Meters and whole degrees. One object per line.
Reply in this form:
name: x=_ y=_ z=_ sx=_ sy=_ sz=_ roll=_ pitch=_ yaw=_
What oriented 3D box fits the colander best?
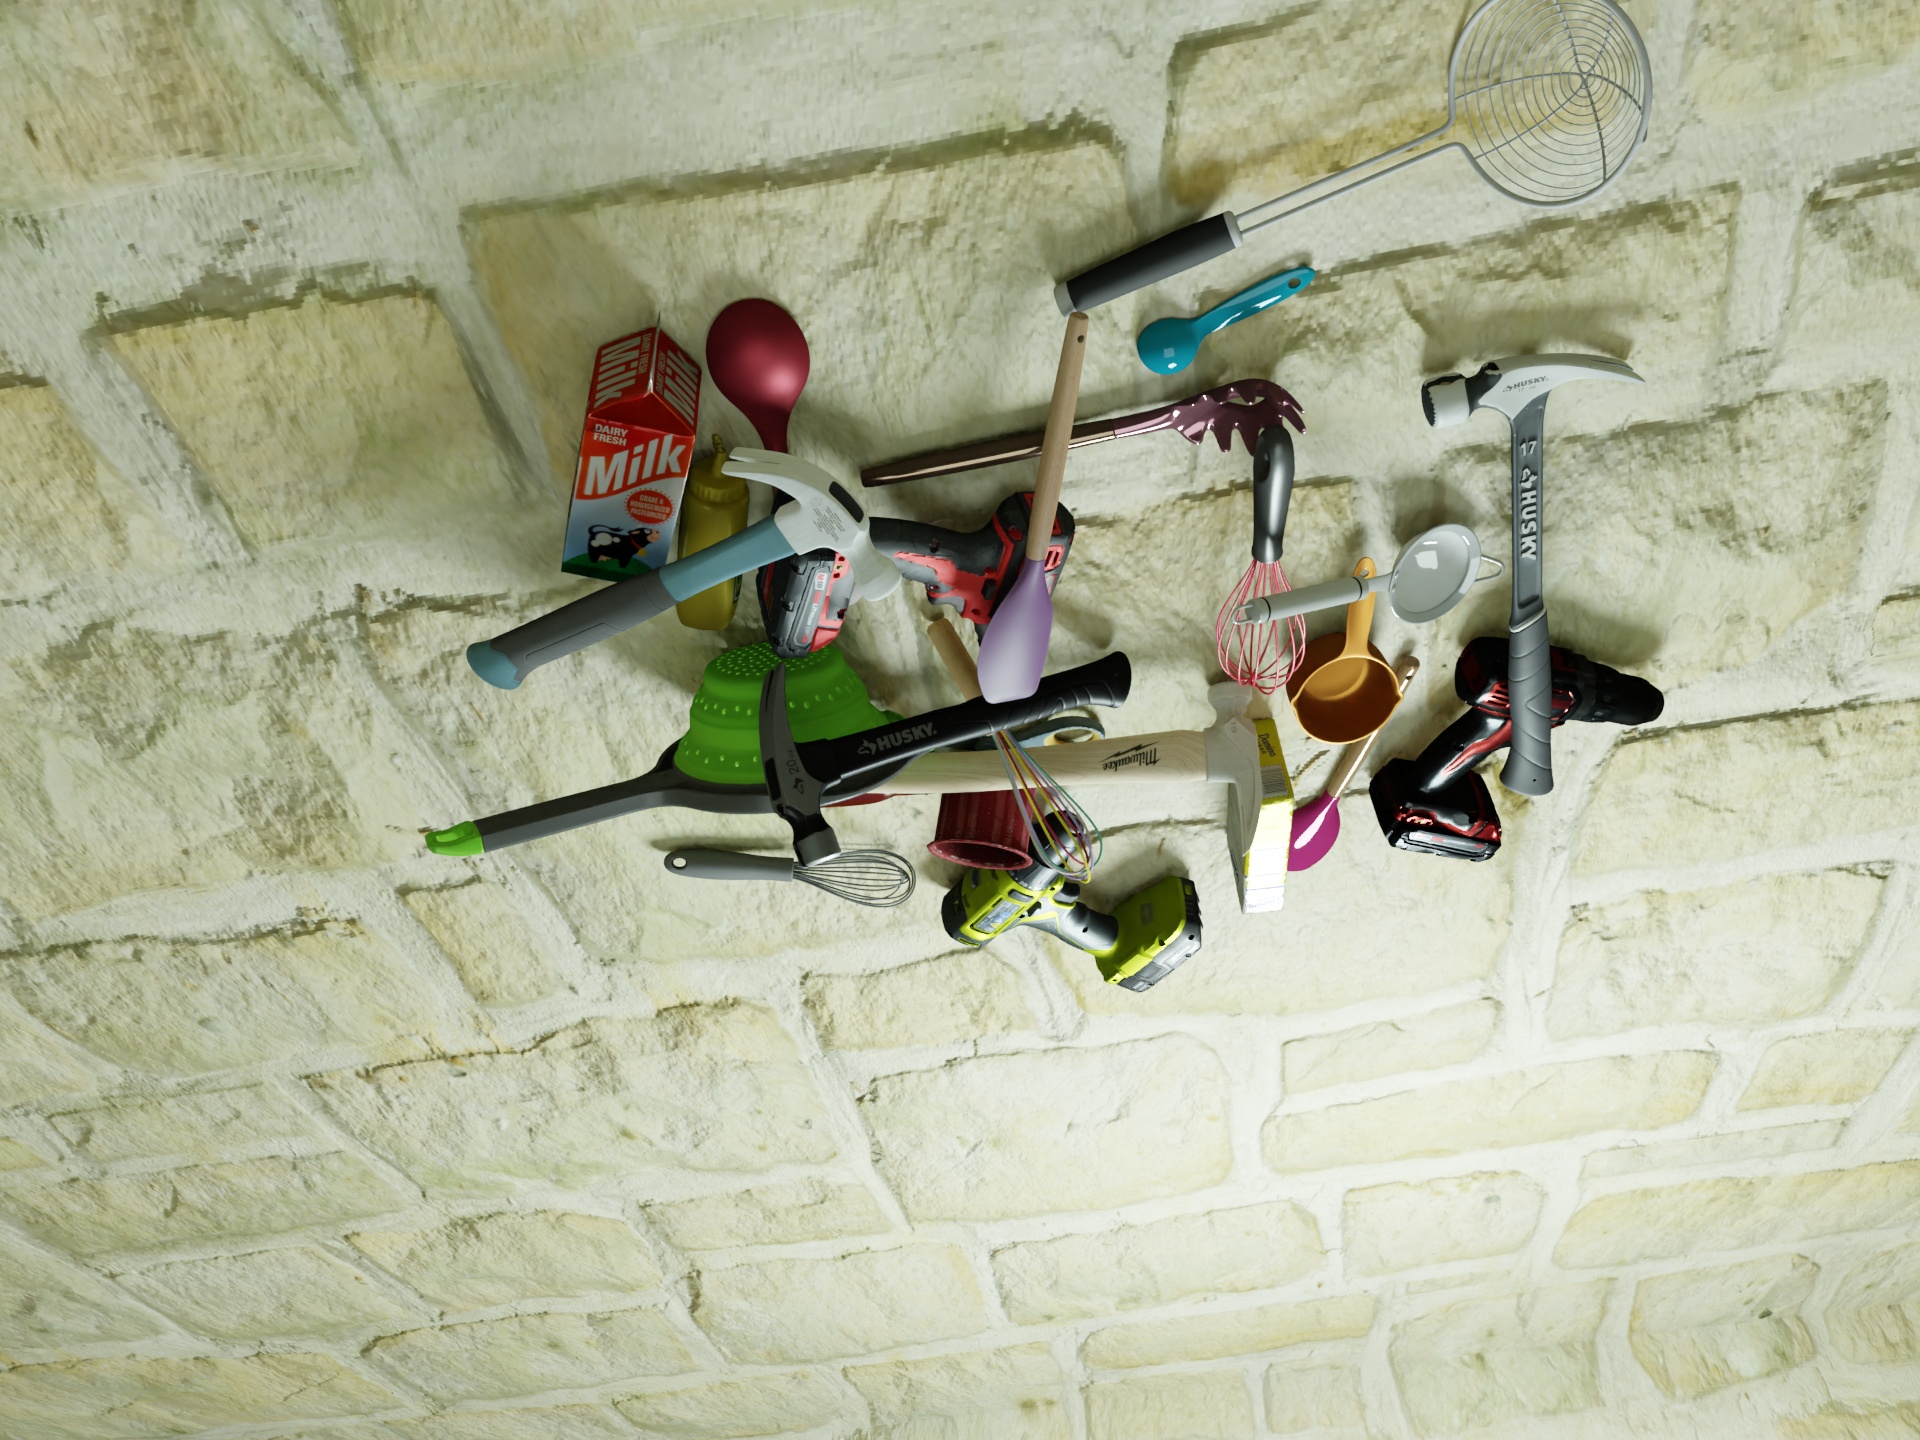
colander: x=-0.214 y=0.013 z=1.222 sx=0.397 sy=0.205 sz=0.094 roll=-15 pitch=111 yaw=-24

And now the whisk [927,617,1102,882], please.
whisk: x=0.044 y=0.025 z=1.283 sx=0.051 sy=0.047 sz=0.245 roll=-29 pitch=94 yaw=11

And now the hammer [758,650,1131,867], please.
hammer: x=-0.002 y=-0.004 z=1.226 sx=0.334 sy=0.146 sz=0.035 roll=-17 pitch=174 yaw=-32

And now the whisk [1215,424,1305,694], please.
whisk: x=0.231 y=-0.114 z=1.199 sx=0.073 sy=0.073 sz=0.295 roll=-7 pitch=145 yaw=3

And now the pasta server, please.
pasta server: x=0.083 y=-0.196 z=1.130 sx=0.316 sy=0.040 sz=0.060 roll=-10 pitch=150 yaw=8

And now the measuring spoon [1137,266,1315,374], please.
measuring spoon: x=0.179 y=-0.266 z=1.065 sx=0.128 sy=0.021 sz=0.042 roll=-23 pitch=136 yaw=23

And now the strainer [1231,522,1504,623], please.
strainer: x=0.305 y=-0.104 z=1.205 sx=0.258 sy=0.050 sz=0.086 roll=-14 pitch=125 yaw=-28

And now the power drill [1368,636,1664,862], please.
power drill: x=0.486 y=0.025 z=1.401 sx=0.187 sy=0.080 sz=0.226 roll=10 pitch=135 yaw=-16

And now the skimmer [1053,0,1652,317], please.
skimmer: x=0.219 y=-0.319 z=0.956 sx=0.363 sy=0.090 sz=0.127 roll=-19 pitch=105 yaw=20

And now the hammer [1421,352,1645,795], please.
hammer: x=0.440 y=-0.097 z=1.223 sx=0.149 sy=0.036 sz=0.408 roll=-14 pitch=128 yaw=4

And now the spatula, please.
spatula: x=0.055 y=-0.138 z=1.122 sx=0.059 sy=0.018 sz=0.315 roll=-10 pitch=131 yaw=-24

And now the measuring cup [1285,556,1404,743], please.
measuring cup: x=0.315 y=-0.066 z=1.302 sx=0.095 sy=0.052 sz=0.173 roll=-3 pitch=122 yaw=-4

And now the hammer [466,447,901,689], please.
hammer: x=-0.210 y=-0.089 z=1.101 sx=0.331 sy=0.033 sz=0.128 roll=-20 pitch=119 yaw=25

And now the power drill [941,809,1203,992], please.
power drill: x=0.120 y=0.173 z=1.541 sx=0.228 sy=0.080 sz=0.190 roll=22 pitch=133 yaw=-24

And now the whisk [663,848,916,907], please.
whisk: x=-0.160 y=0.144 z=1.504 sx=0.239 sy=0.055 sz=0.055 roll=5 pitch=139 yaw=-4

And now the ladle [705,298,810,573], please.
ladle: x=-0.129 y=-0.167 z=1.155 sx=0.069 sy=0.031 sz=0.315 roll=-5 pitch=141 yaw=0

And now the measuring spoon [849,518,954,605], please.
measuring spoon: x=-0.055 y=-0.120 z=1.221 sx=0.124 sy=0.018 sz=0.034 roll=-28 pitch=134 yaw=24

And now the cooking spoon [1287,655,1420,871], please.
cooking spoon: x=0.352 y=0.050 z=1.459 sx=0.068 sy=0.017 sz=0.318 roll=4 pitch=140 yaw=-11

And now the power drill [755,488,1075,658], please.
power drill: x=-0.033 y=-0.105 z=1.182 sx=0.219 sy=0.079 sz=0.143 roll=-1 pitch=139 yaw=-21

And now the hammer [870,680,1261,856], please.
hammer: x=0.046 y=0.049 z=1.340 sx=0.410 sy=0.146 sz=0.038 roll=-3 pitch=164 yaw=1
